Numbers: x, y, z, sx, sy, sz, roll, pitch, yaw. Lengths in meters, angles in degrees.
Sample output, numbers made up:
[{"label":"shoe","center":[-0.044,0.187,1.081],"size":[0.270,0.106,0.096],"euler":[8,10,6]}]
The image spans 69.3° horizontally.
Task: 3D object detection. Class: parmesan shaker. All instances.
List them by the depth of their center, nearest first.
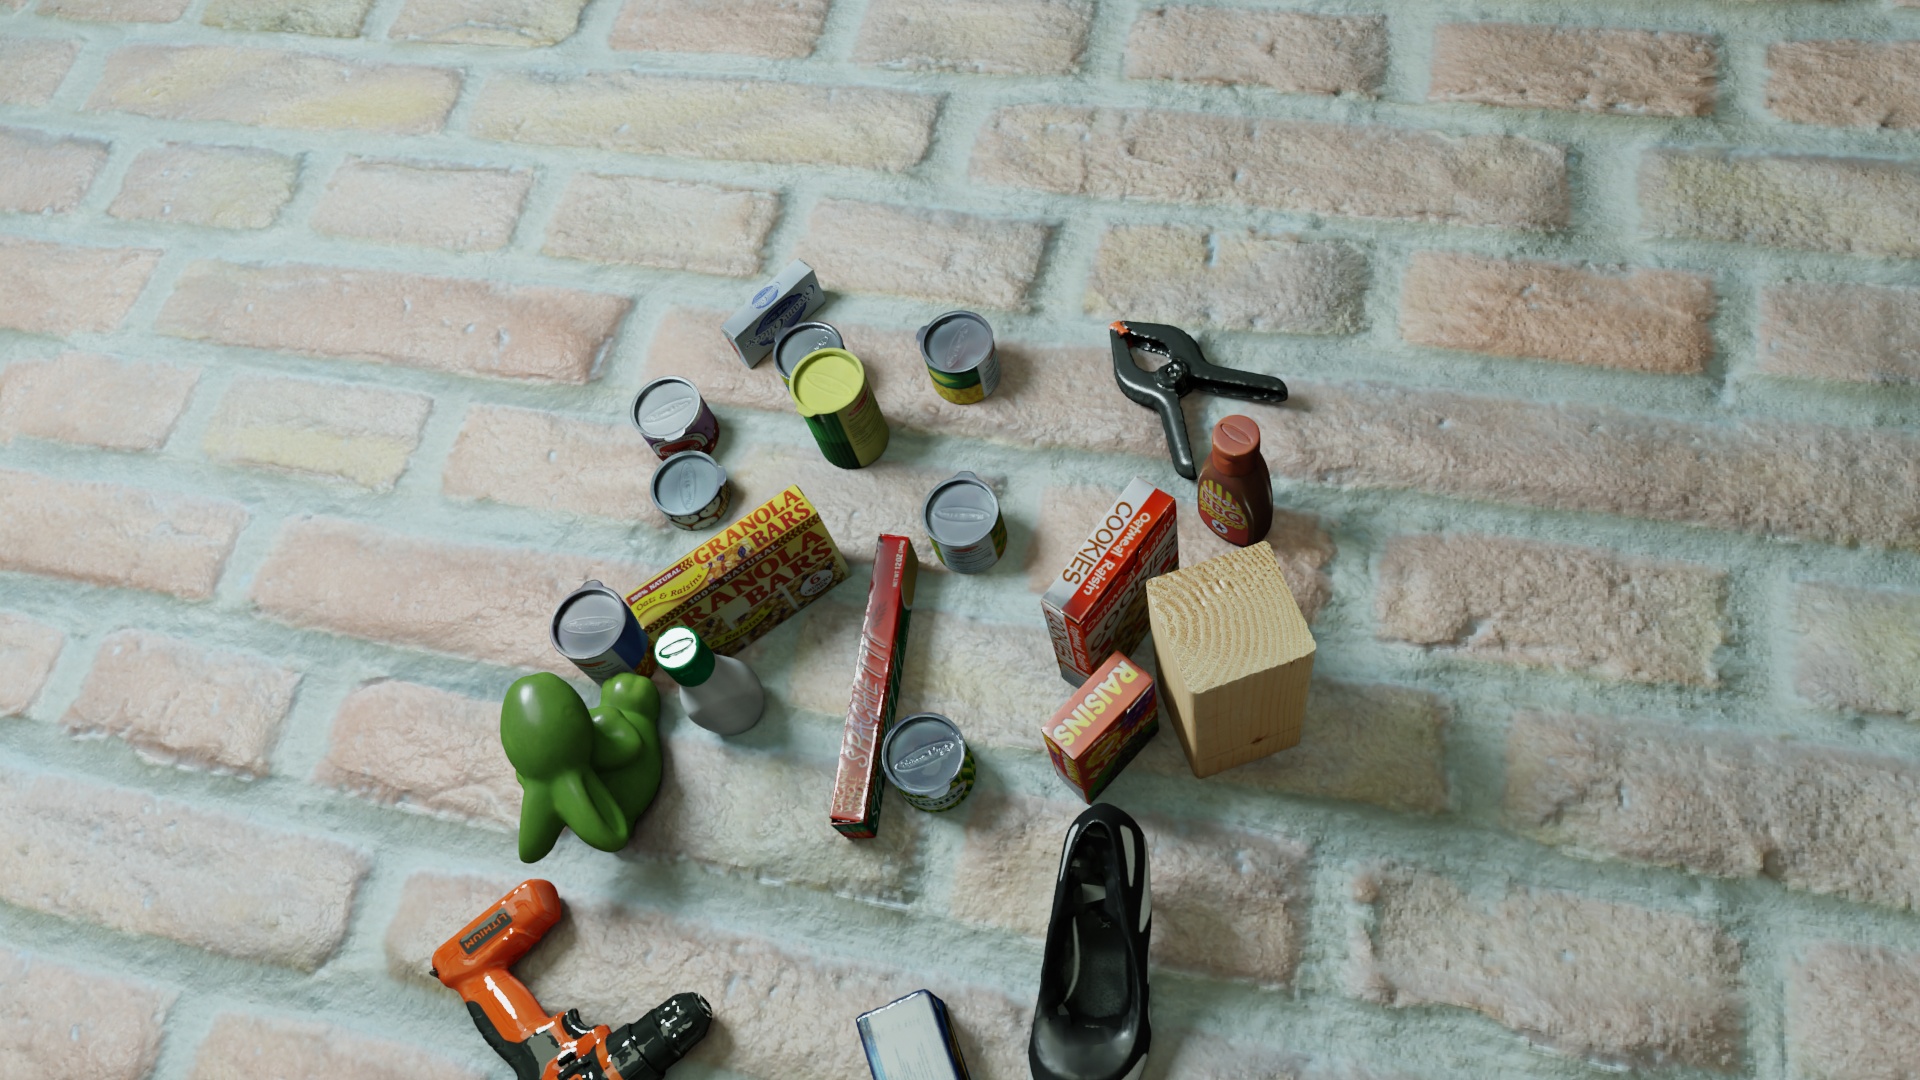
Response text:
[{"label":"parmesan shaker","center":[-0.108,-0.113,1.230],"size":[0.071,0.102,0.071],"euler":[-4,64,8]}]

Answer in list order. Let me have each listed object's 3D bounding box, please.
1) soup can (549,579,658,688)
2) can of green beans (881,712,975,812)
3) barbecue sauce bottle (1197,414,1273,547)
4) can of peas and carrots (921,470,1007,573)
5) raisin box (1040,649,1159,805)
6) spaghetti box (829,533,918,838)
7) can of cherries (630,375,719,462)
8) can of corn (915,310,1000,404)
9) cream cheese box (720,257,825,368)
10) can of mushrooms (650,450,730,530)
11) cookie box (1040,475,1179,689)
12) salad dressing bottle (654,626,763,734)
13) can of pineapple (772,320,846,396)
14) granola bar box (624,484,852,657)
[{"label":"soup can","center":[-0.299,0.082,1.177],"size":[0.071,0.083,0.071],"euler":[-4,64,8]},{"label":"can of green beans","center":[-0.024,0.176,1.097],"size":[0.071,0.057,0.071],"euler":[-4,63,8]},{"label":"barbecue sauce bottle","center":[0.221,-0.049,1.115],"size":[0.065,0.148,0.044],"euler":[37,76,24]},{"label":"can of peas and carrots","center":[0.004,-0.015,1.186],"size":[0.071,0.058,0.071],"euler":[-4,63,8]},{"label":"raisin box","center":[0.108,0.144,1.053],"size":[0.086,0.123,0.040],"euler":[-44,65,-12]},{"label":"spaghetti box","center":[-0.069,0.117,1.138],"size":[0.029,0.050,0.251],"euler":[3,64,11]},{"label":"can of cherries","center":[-0.262,-0.107,1.279],"size":[0.071,0.058,0.072],"euler":[-4,63,8]},{"label":"can of corn","center":[-0.001,-0.166,1.263],"size":[0.071,0.058,0.071],"euler":[-4,63,8]},{"label":"cream cheese box","center":[-0.177,-0.216,1.321],"size":[0.024,0.053,0.104],"euler":[40,76,24]},{"label":"can of mushrooms","center":[-0.242,-0.045,1.259],"size":[0.071,0.033,0.071],"euler":[-4,63,8]},{"label":"cookie box","center":[0.121,0.041,1.076],"size":[0.040,0.166,0.123],"euler":[32,73,22]},{"label":"salad dressing bottle","center":[-0.201,0.112,1.109],"size":[0.064,0.147,0.044],"euler":[-23,63,-1]},{"label":"can of pineapple","center":[-0.134,-0.161,1.284],"size":[0.071,0.057,0.071],"euler":[-4,63,8]},{"label":"granola bar box","center":[-0.182,0.037,1.157],"size":[0.166,0.123,0.039],"euler":[-34,63,-7]}]
